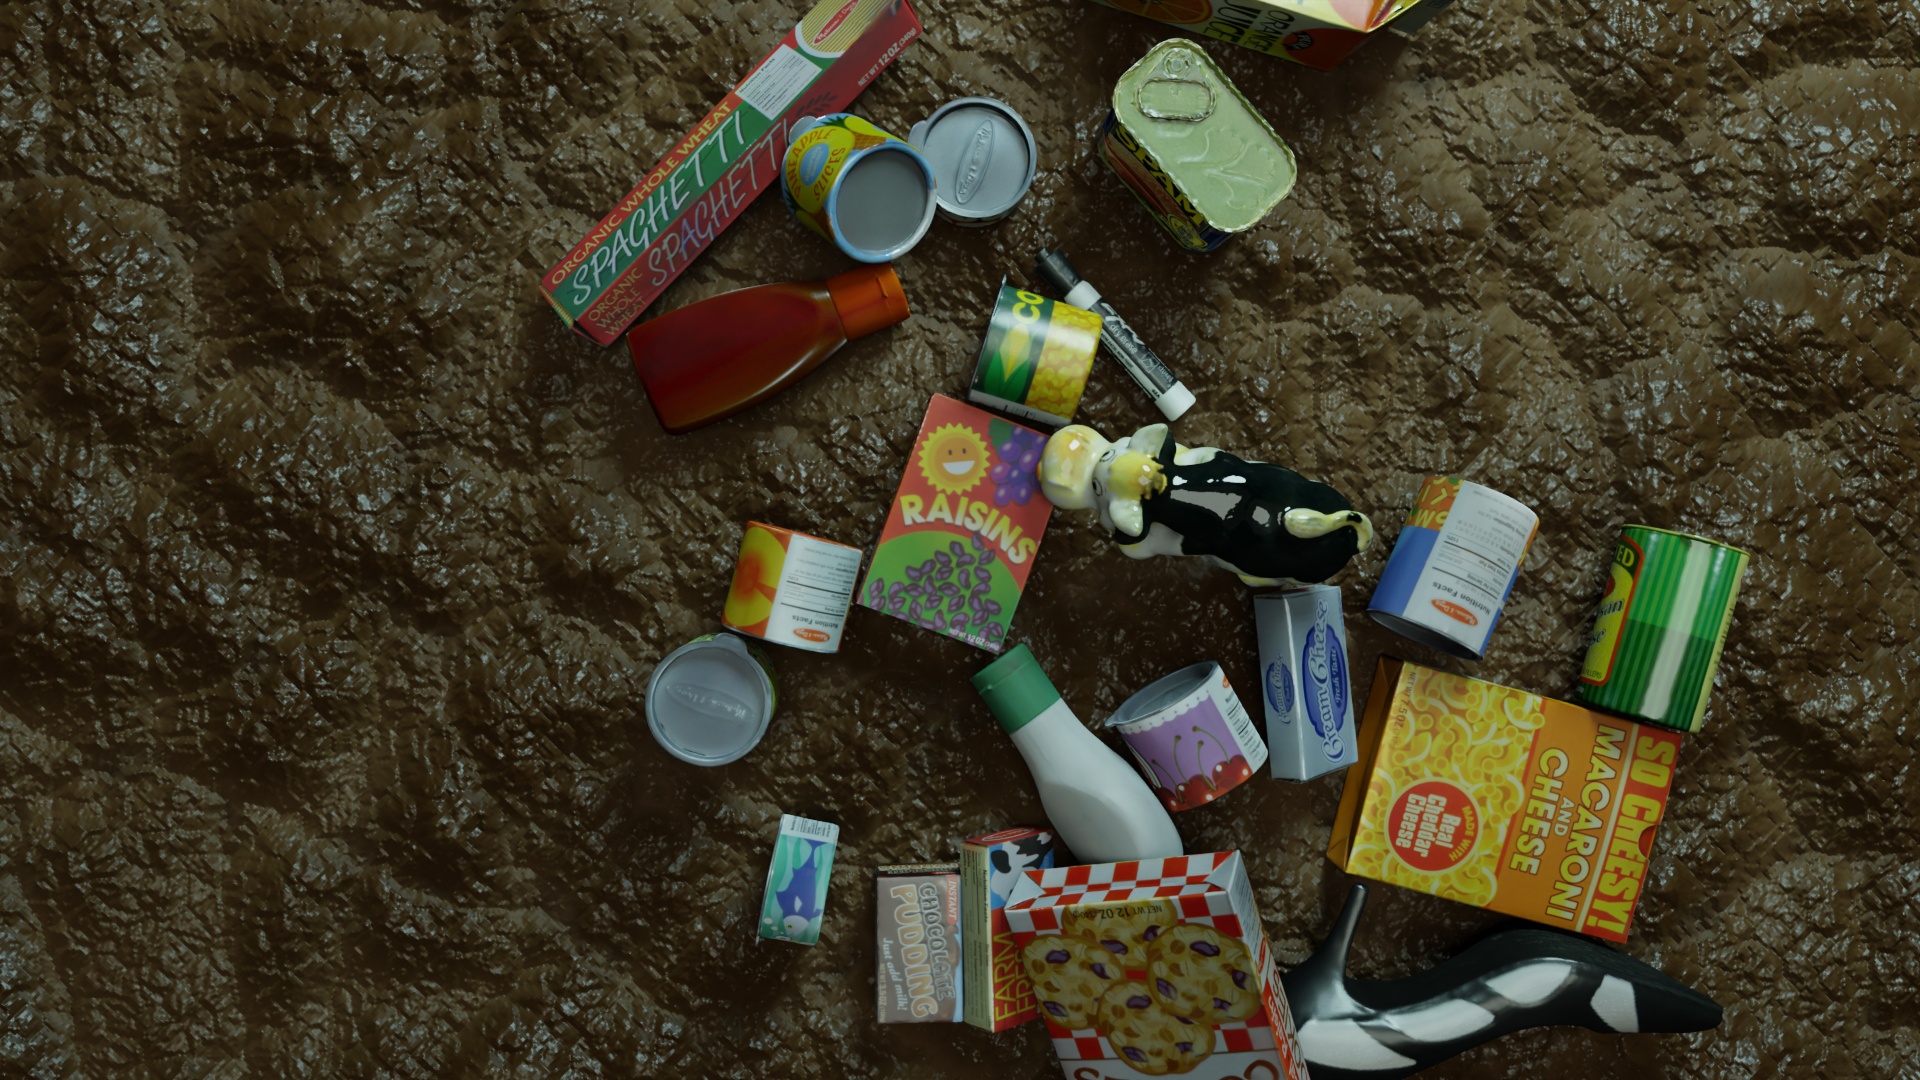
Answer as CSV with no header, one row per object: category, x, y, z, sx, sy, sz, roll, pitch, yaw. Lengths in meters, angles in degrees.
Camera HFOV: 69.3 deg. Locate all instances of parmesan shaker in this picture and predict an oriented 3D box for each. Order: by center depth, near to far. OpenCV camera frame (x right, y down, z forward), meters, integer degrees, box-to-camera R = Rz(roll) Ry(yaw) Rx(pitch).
parmesan shaker,0.388,0.049,0.771,0.071,0.071,0.103,16,91,-3

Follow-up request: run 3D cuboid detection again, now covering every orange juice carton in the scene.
orange juice carton,0.168,-0.313,0.755,0.193,0.072,0.073,16,91,-3

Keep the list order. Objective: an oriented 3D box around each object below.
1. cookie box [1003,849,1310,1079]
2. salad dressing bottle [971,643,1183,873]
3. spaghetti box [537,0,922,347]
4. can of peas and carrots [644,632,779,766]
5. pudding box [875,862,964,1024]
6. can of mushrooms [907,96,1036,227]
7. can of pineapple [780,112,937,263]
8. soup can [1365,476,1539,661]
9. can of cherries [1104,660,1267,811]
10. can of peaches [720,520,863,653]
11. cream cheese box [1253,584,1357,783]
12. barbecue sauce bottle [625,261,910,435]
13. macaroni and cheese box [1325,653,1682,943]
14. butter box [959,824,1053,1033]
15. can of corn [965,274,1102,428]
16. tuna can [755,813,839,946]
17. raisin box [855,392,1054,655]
cookie box,0.108,0.251,0.735,0.123,0.040,0.167,-12,106,24
salad dressing bottle,0.062,0.126,0.765,0.044,0.064,0.147,-32,85,-39
spaghetti box,-0.125,-0.207,0.752,0.250,0.028,0.050,-46,53,-1
can of peas and carrots,-0.132,0.082,0.752,0.071,0.059,0.071,0,91,-3
pudding box,-0.023,0.224,0.774,0.050,0.030,0.083,0,91,-4
can of mushrooms,0.005,-0.209,0.767,0.071,0.033,0.071,0,92,-3
can of pineapple,-0.055,-0.188,0.737,0.071,0.058,0.070,-18,127,-26
soup can,0.270,0.015,0.768,0.071,0.071,0.084,25,85,-3
can of cherries,0.124,0.108,0.763,0.071,0.071,0.058,-30,94,-2
can of peaches,-0.092,0.024,0.751,0.071,0.071,0.058,15,91,-3
cream cheese box,0.193,0.078,0.773,0.053,0.024,0.103,-7,91,-40
barbecue sauce bottle,-0.102,-0.112,0.759,0.149,0.043,0.065,-22,90,-3
macaroni and cheese box,0.306,0.145,0.784,0.166,0.040,0.123,15,91,-3
butter box,0.027,0.213,0.766,0.053,0.024,0.103,-3,91,-42
can of corn,0.040,-0.102,0.752,0.058,0.071,0.071,17,90,-2
tuna can,-0.088,0.186,0.751,0.033,0.071,0.071,11,91,-3
raisin box,0.003,-0.010,0.767,0.086,0.040,0.123,20,91,-3
